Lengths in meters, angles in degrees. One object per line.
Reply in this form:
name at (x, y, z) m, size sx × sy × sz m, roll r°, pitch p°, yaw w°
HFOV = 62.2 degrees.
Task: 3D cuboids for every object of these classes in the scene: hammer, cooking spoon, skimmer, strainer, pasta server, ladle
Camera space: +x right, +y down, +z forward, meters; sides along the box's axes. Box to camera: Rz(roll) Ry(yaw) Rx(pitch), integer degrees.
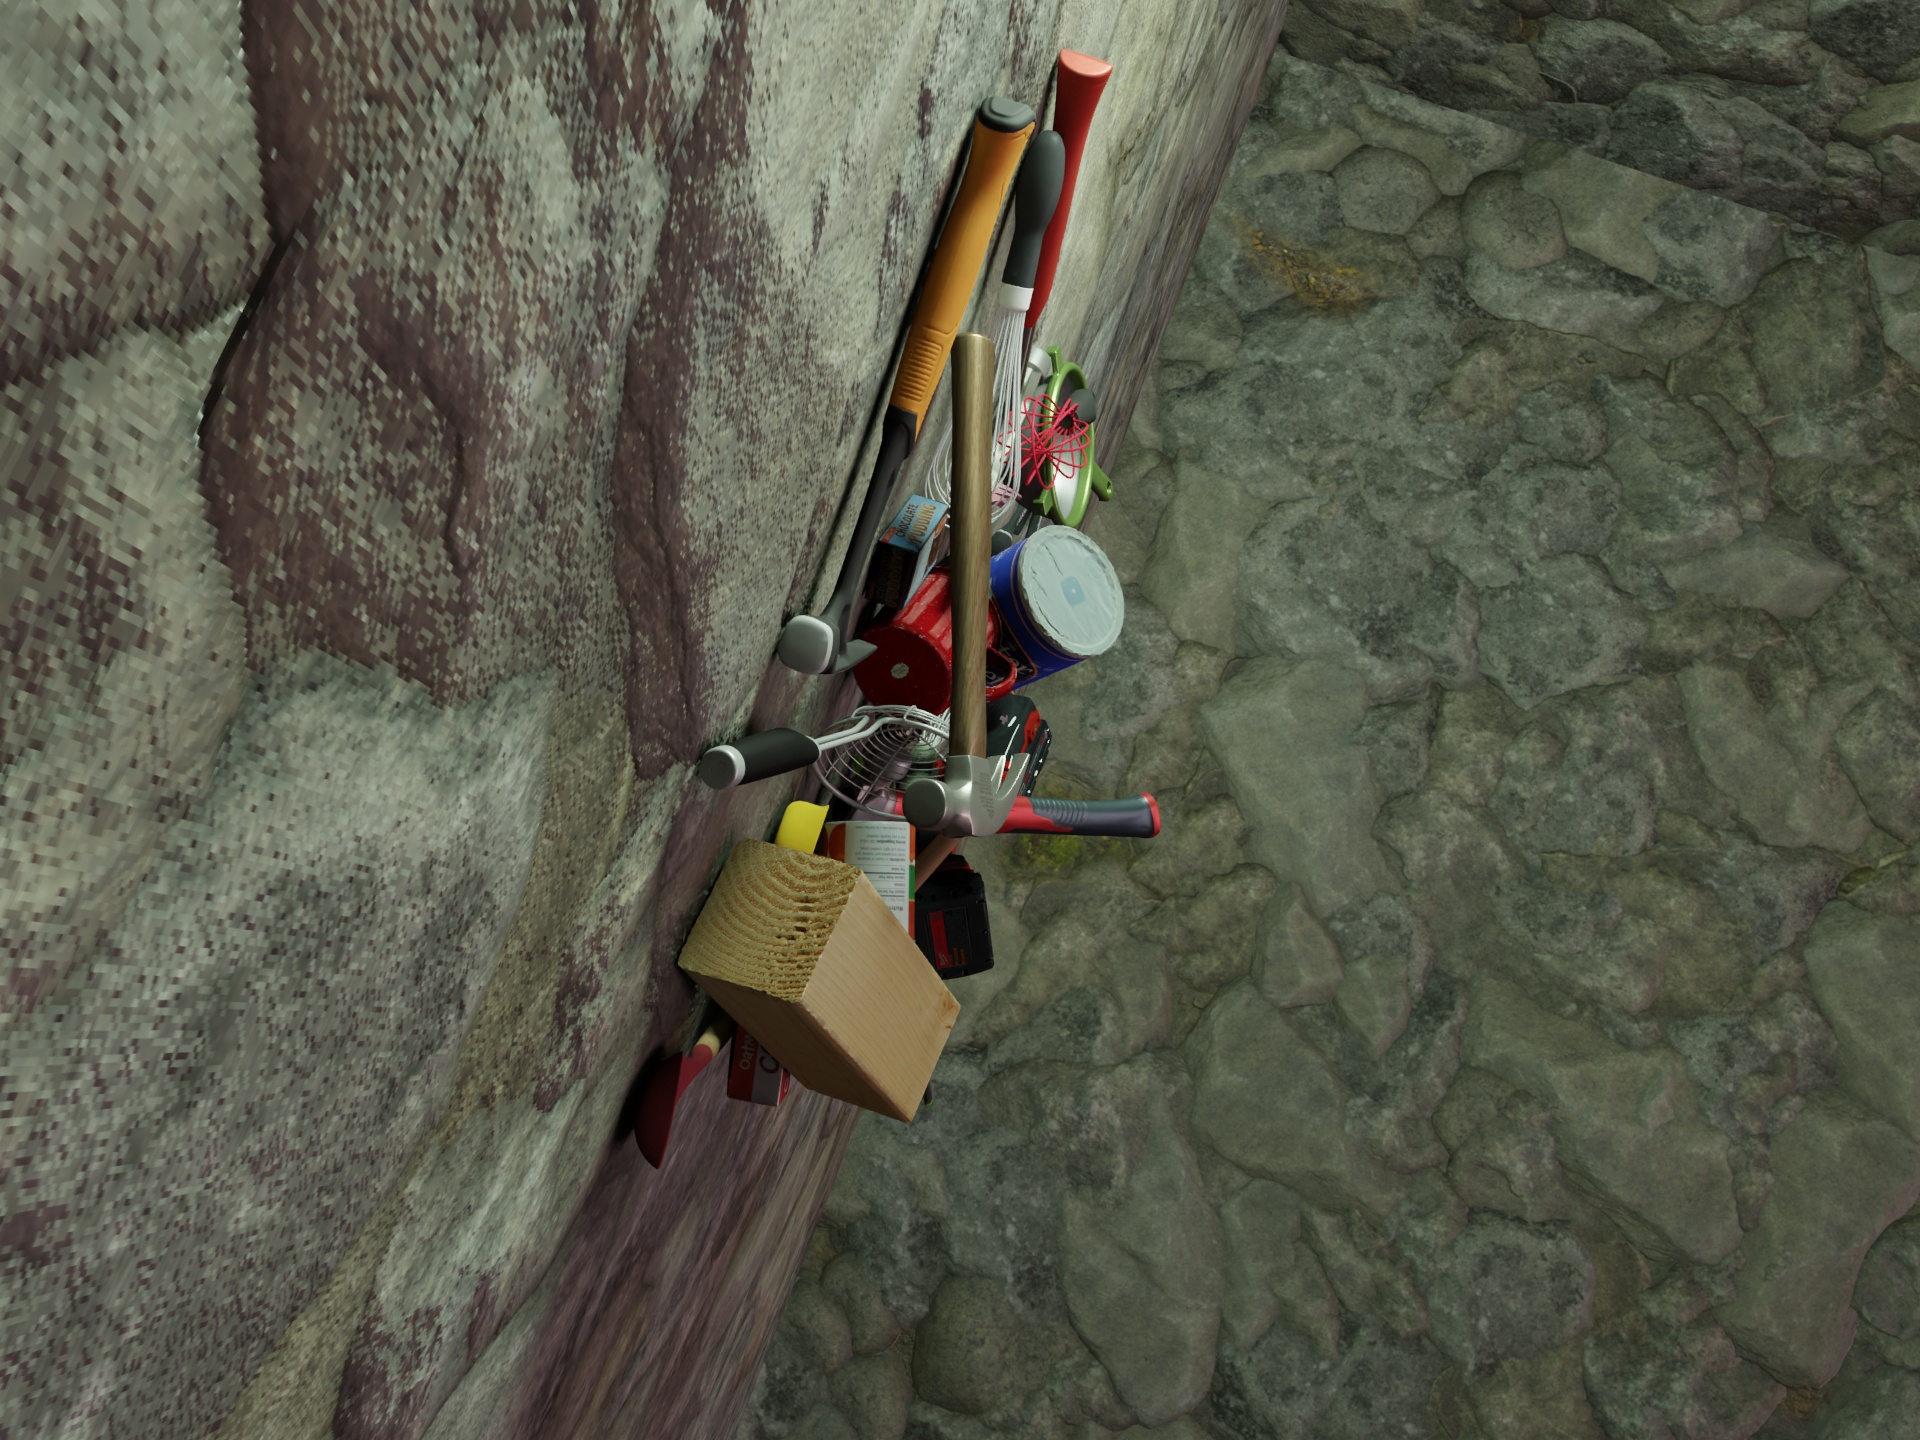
hammer at (0.058, -0.336, 1.195) m, size 0.358 × 0.037 × 0.149 m, roll 103°, pitch 9°, yaw -59°
cooking spoon at (-0.070, 0.163, 1.281) m, size 0.319 × 0.017 × 0.068 m, roll -49°, pitch 139°, yaw 15°
hammer at (0.035, 0.092, 1.352) m, size 0.386 × 0.038 × 0.143 m, roll 7°, pitch 121°, yaw -46°
skimmer at (-0.076, 0.042, 0.982) m, size 0.363 × 0.127 × 0.090 m, roll -15°, pitch 106°, yaw -75°
hammer at (0.046, -0.191, 1.655) m, size 0.409 × 0.036 × 0.149 m, roll -60°, pitch 171°, yaw -57°
hammer at (0.007, -0.089, 1.035) m, size 0.130 × 0.031 × 0.331 m, roll 18°, pitch 71°, yaw -63°
hammer at (-0.026, -0.188, 0.918) m, size 0.127 × 0.034 × 0.337 m, roll -35°, pitch 145°, yaw -80°
strainer at (0.088, -0.244, 1.496) m, size 0.256 × 0.069 × 0.151 m, roll 17°, pitch 77°, yaw -72°
pasta server at (0.015, -0.146, 1.247) m, size 0.060 × 0.040 × 0.316 m, roll -46°, pitch -169°, yaw 14°
ladle at (-0.168, 0.218, 1.086) m, size 0.315 × 0.031 × 0.069 m, roll -53°, pitch 159°, yaw -79°

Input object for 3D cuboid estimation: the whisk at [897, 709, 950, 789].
whisk at (-0.032, 0.027, 1.464) m, size 0.058 × 0.059 × 0.246 m, roll -36°, pitch -160°, yaw 29°

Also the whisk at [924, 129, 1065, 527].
whisk at (0.031, -0.264, 1.111) m, size 0.070 × 0.070 × 0.284 m, roll -57°, pitch 162°, yaw -67°

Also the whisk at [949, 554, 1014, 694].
whisk at (0.019, -0.064, 1.490) m, size 0.244 × 0.047 × 0.051 m, roll 75°, pitch 13°, yaw -47°

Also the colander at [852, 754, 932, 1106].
colander at (-0.097, 0.194, 1.418) m, size 0.205 × 0.094 × 0.396 m, roll -105°, pitch -174°, yaw -50°

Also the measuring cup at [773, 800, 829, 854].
measuring cup at (-0.119, 0.086, 1.129) m, size 0.156 × 0.029 × 0.062 m, roll 155°, pitch -45°, yaw -80°

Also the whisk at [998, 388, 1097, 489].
whisk at (0.082, -0.240, 1.294) m, size 0.296 × 0.073 × 0.073 m, roll -55°, pitch 165°, yaw -68°

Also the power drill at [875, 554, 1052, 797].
power drill at (-0.002, -0.004, 1.354) m, size 0.226 × 0.080 × 0.188 m, roll 69°, pitch 36°, yaw -45°

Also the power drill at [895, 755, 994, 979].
power drill at (-0.023, 0.148, 1.568) m, size 0.220 × 0.078 × 0.143 m, roll -103°, pitch -176°, yaw -56°
